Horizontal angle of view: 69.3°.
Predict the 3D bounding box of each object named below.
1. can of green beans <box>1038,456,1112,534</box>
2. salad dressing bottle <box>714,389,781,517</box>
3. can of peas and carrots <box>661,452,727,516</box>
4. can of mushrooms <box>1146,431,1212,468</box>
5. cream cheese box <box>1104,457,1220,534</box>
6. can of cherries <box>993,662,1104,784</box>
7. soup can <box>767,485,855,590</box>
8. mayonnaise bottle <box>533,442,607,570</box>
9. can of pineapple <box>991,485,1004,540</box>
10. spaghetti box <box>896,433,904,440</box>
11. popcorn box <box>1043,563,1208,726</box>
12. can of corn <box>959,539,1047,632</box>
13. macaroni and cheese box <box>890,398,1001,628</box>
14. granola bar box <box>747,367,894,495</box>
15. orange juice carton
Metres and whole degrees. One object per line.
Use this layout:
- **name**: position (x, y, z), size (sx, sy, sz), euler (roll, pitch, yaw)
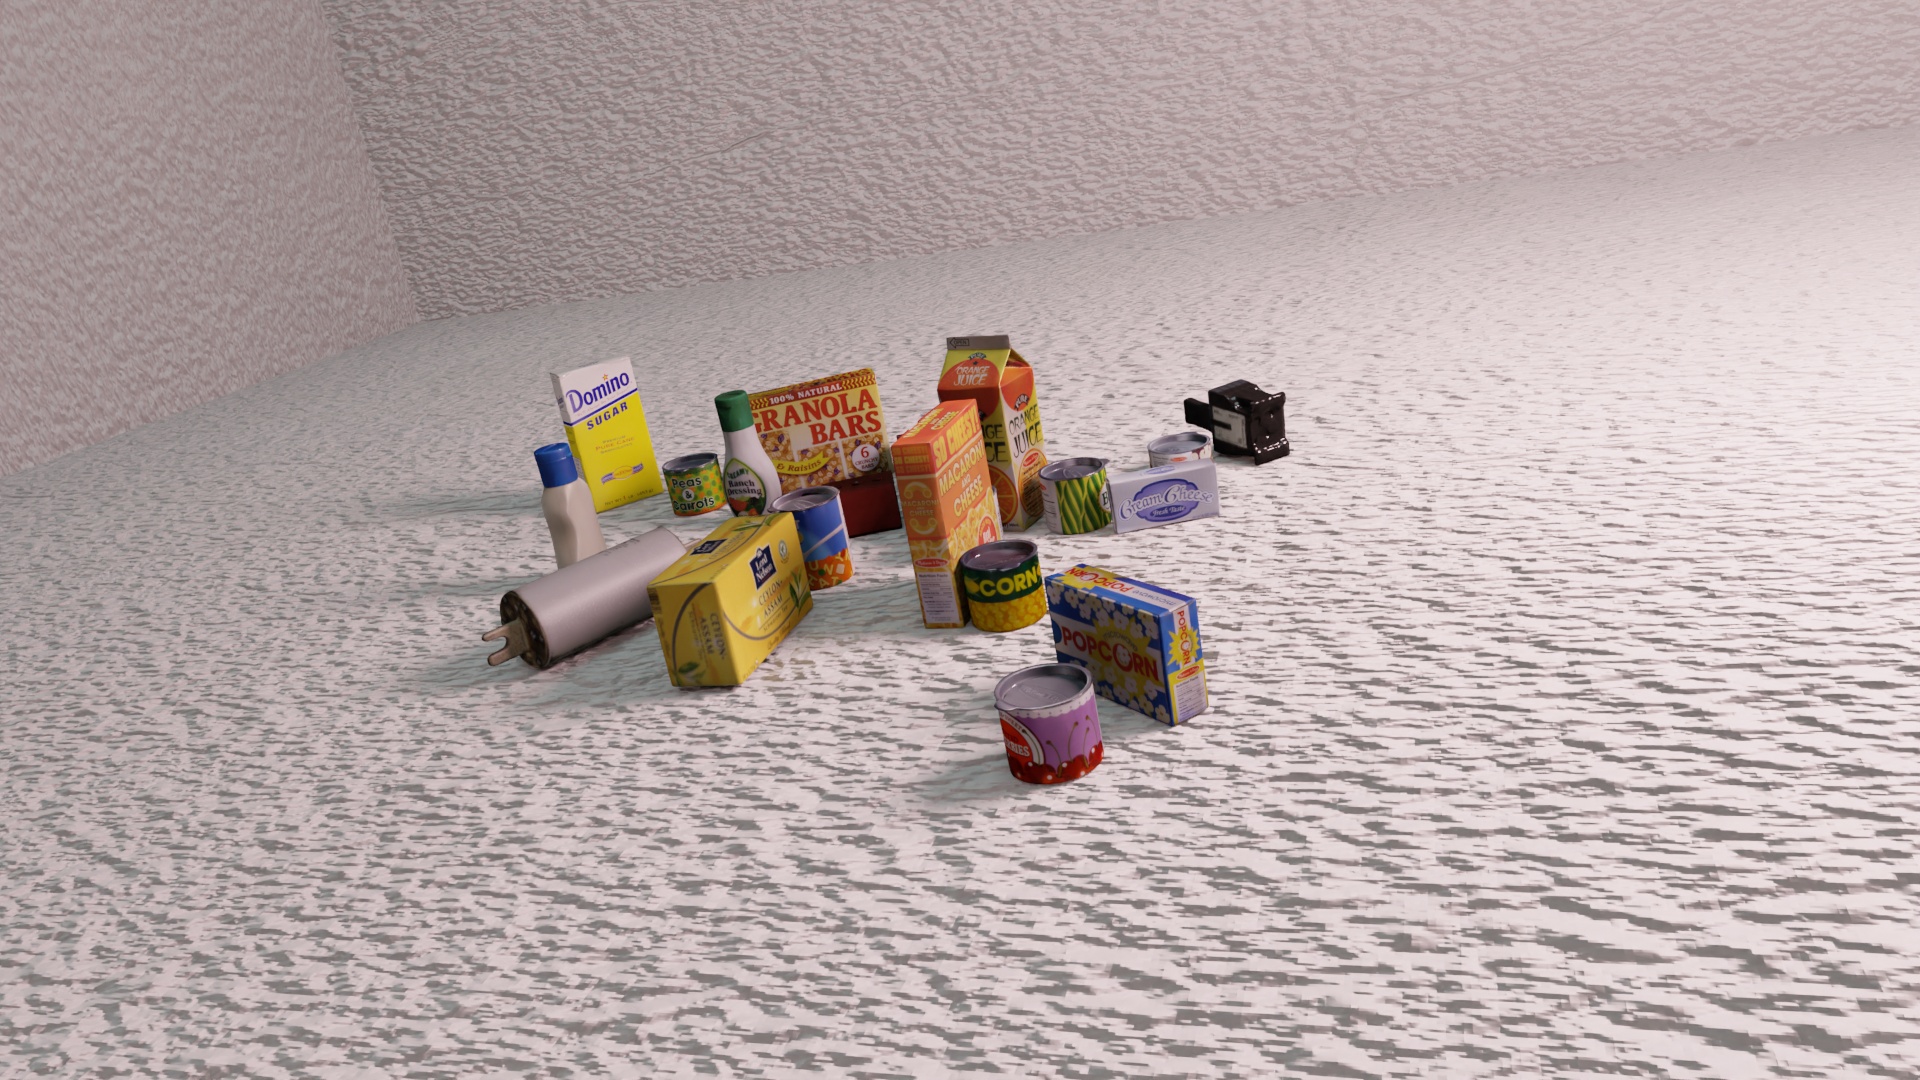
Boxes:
- **can of green beans**: position (0.113, -0.044, 1.353), size (0.071, 0.057, 0.071), euler (-9, 20, 3)
- **salad dressing bottle**: position (-0.237, -0.091, 1.530), size (0.064, 0.147, 0.044), euler (-1, 21, 26)
- **can of peas and carrots**: position (-0.312, -0.065, 1.631), size (0.071, 0.058, 0.071), euler (-9, 19, 3)
- **can of mushrooms**: position (0.231, -0.088, 1.450), size (0.071, 0.033, 0.071), euler (-9, 20, 3)
- **cream cheese box**: position (0.192, -0.042, 1.314), size (0.104, 0.053, 0.024), euler (-10, 19, 1)
- **can of cherries**: position (0.057, 0.122, 0.924), size (0.071, 0.058, 0.072), euler (-9, 20, 3)
- **soup can**: position (-0.143, -0.002, 1.331), size (0.071, 0.083, 0.071), euler (-10, 19, 4)
- **mayonnaise bottle**: position (-0.405, -0.027, 1.441), size (0.041, 0.147, 0.065), euler (-5, 20, 16)
- **can of pineapple**: position (0.005, -0.017, 1.334), size (0.071, 0.057, 0.071), euler (-9, 20, 3)
- **spaghetti box**: position (-0.045, -0.062, 1.496), size (0.029, 0.050, 0.251), euler (-12, 20, -2)
- **popcorn box**: position (0.118, 0.072, 0.992), size (0.038, 0.085, 0.127), euler (-22, 23, -30)
- **can of corn**: position (0.037, 0.038, 1.165), size (0.071, 0.058, 0.071), euler (-9, 20, 3)
- **macaroni and cheese box**: position (-0.009, -0.025, 1.203), size (0.040, 0.165, 0.124), euler (-3, 21, 21)
- **granola bar box**: position (-0.170, -0.123, 1.620), size (0.166, 0.123, 0.039), euler (-13, 19, -6)
- **orange juice carton**: position (0.033, -0.110, 1.378), size (0.072, 0.192, 0.073), euler (1, 23, 31)
